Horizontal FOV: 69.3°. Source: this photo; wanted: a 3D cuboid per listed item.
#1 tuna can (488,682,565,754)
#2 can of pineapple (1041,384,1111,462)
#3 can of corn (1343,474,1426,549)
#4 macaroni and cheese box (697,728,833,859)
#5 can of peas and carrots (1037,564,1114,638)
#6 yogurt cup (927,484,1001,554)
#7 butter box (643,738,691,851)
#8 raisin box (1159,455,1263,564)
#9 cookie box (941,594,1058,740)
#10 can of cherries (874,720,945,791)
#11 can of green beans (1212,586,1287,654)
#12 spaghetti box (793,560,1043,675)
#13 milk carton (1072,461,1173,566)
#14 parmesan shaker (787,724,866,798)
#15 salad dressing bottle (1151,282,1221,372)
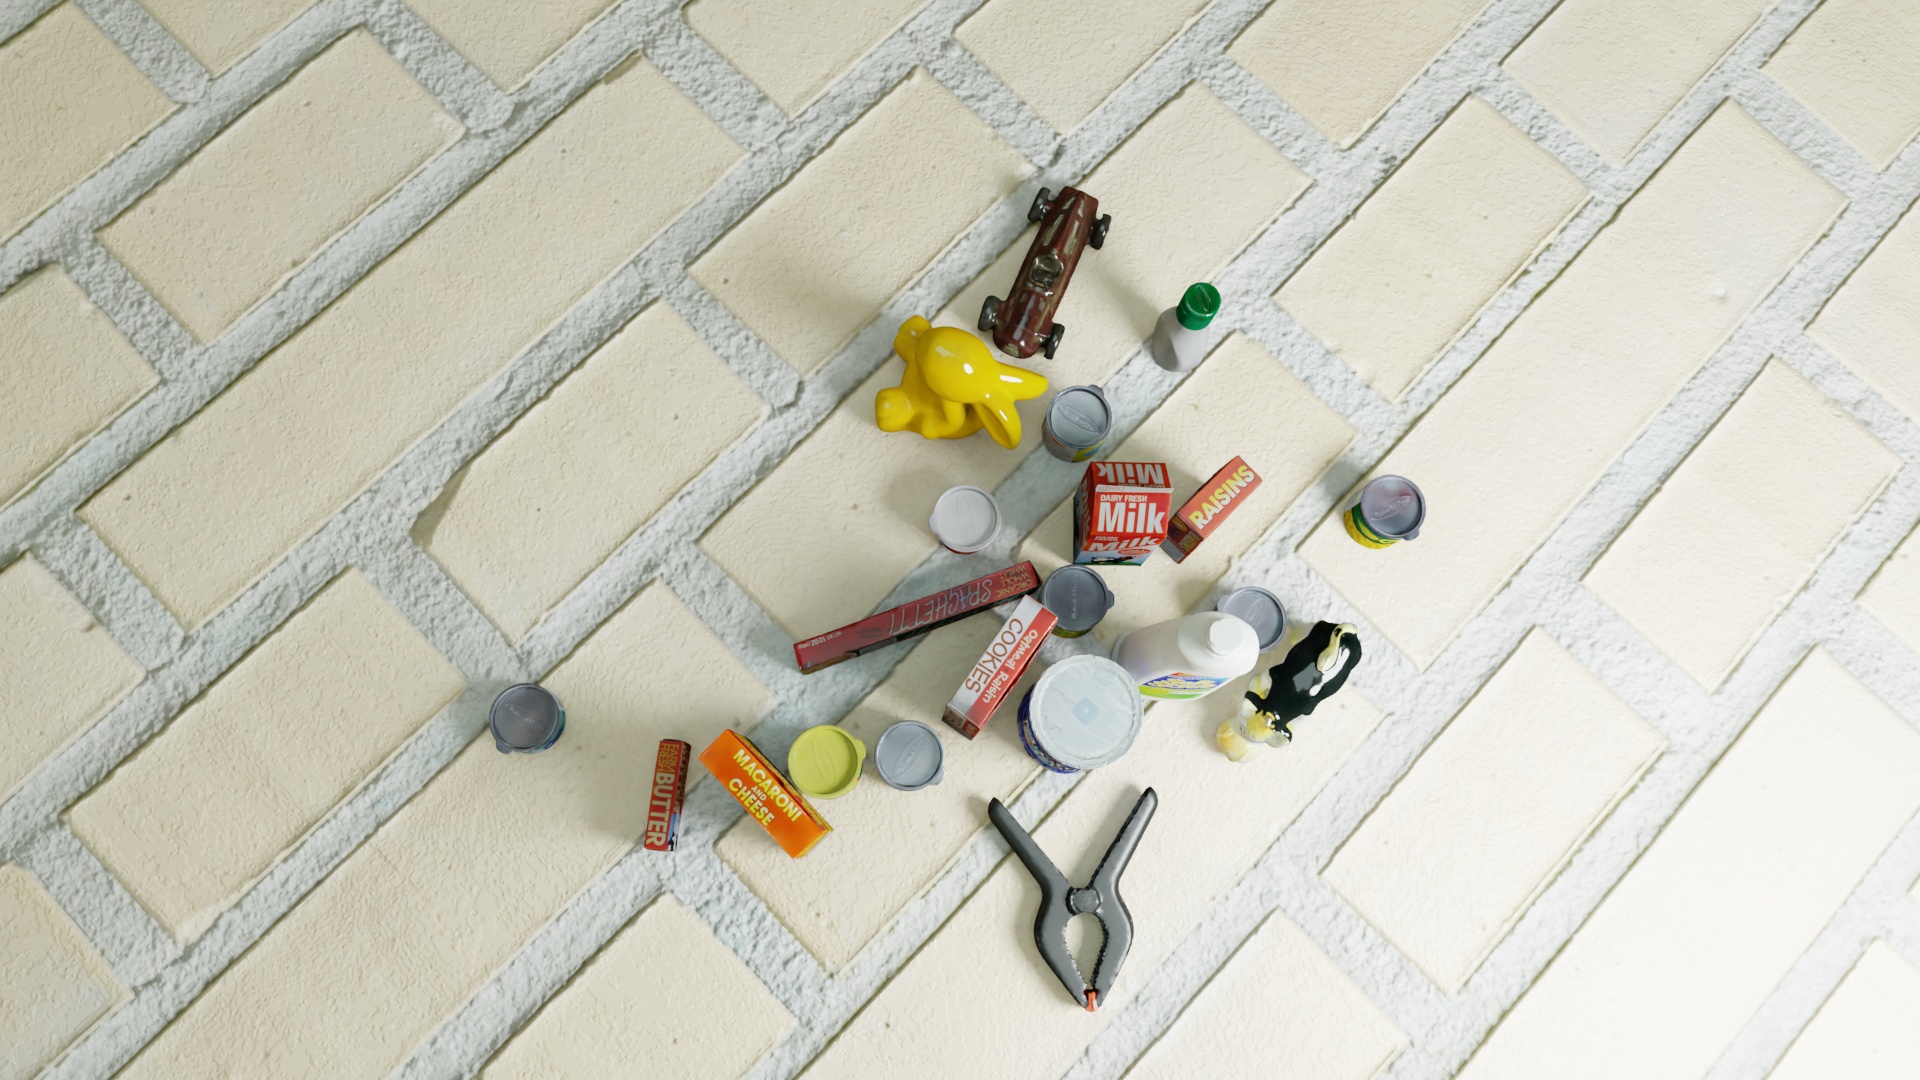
[{"bbox_3d":[-0.416,0.173,1.331,0.071,0.032,0.071,1,78,-3],"label":"tuna can"},{"bbox_3d":[0.119,-0.118,1.409,0.071,0.057,0.071,1,78,-3],"label":"can of pineapple"},{"bbox_3d":[0.429,-0.026,1.404,0.071,0.058,0.071,1,78,-3],"label":"can of corn"},{"bbox_3d":[-0.174,0.231,1.262,0.040,0.166,0.124,-44,83,-10],"label":"macaroni and cheese box"},{"bbox_3d":[0.112,0.061,1.369,0.071,0.058,0.071,1,78,-3],"label":"can of peas and carrots"},{"bbox_3d":[0.005,-0.017,1.383,0.072,0.054,0.072,1,78,-3],"label":"yogurt cup"},{"bbox_3d":[-0.276,0.241,1.313,0.024,0.053,0.103,6,78,-1],"label":"butter box"},{"bbox_3d":[0.241,-0.029,1.362,0.086,0.123,0.040,-43,83,-10],"label":"raisin box"},{"bbox_3d":[0.035,0.122,1.296,0.040,0.167,0.123,35,79,5],"label":"cookie box"},{"bbox_3d":[-0.047,0.209,1.329,0.071,0.058,0.071,1,78,-3],"label":"can of cherries"},{"bbox_3d":[0.283,0.082,1.374,0.071,0.057,0.071,1,78,-3],"label":"can of green beans"},{"bbox_3d":[-0.041,0.076,1.363,0.250,0.050,0.029,-19,80,-7],"label":"spaghetti box"},{"bbox_3d":[0.152,-0.028,1.323,0.072,0.190,0.073,1,78,-2],"label":"milk carton"},{"bbox_3d":[-0.122,0.209,1.302,0.071,0.103,0.071,1,78,-3],"label":"parmesan shaker"},{"bbox_3d":[0.227,-0.214,1.390,0.044,0.147,0.064,-19,80,-6],"label":"salad dressing bottle"}]
